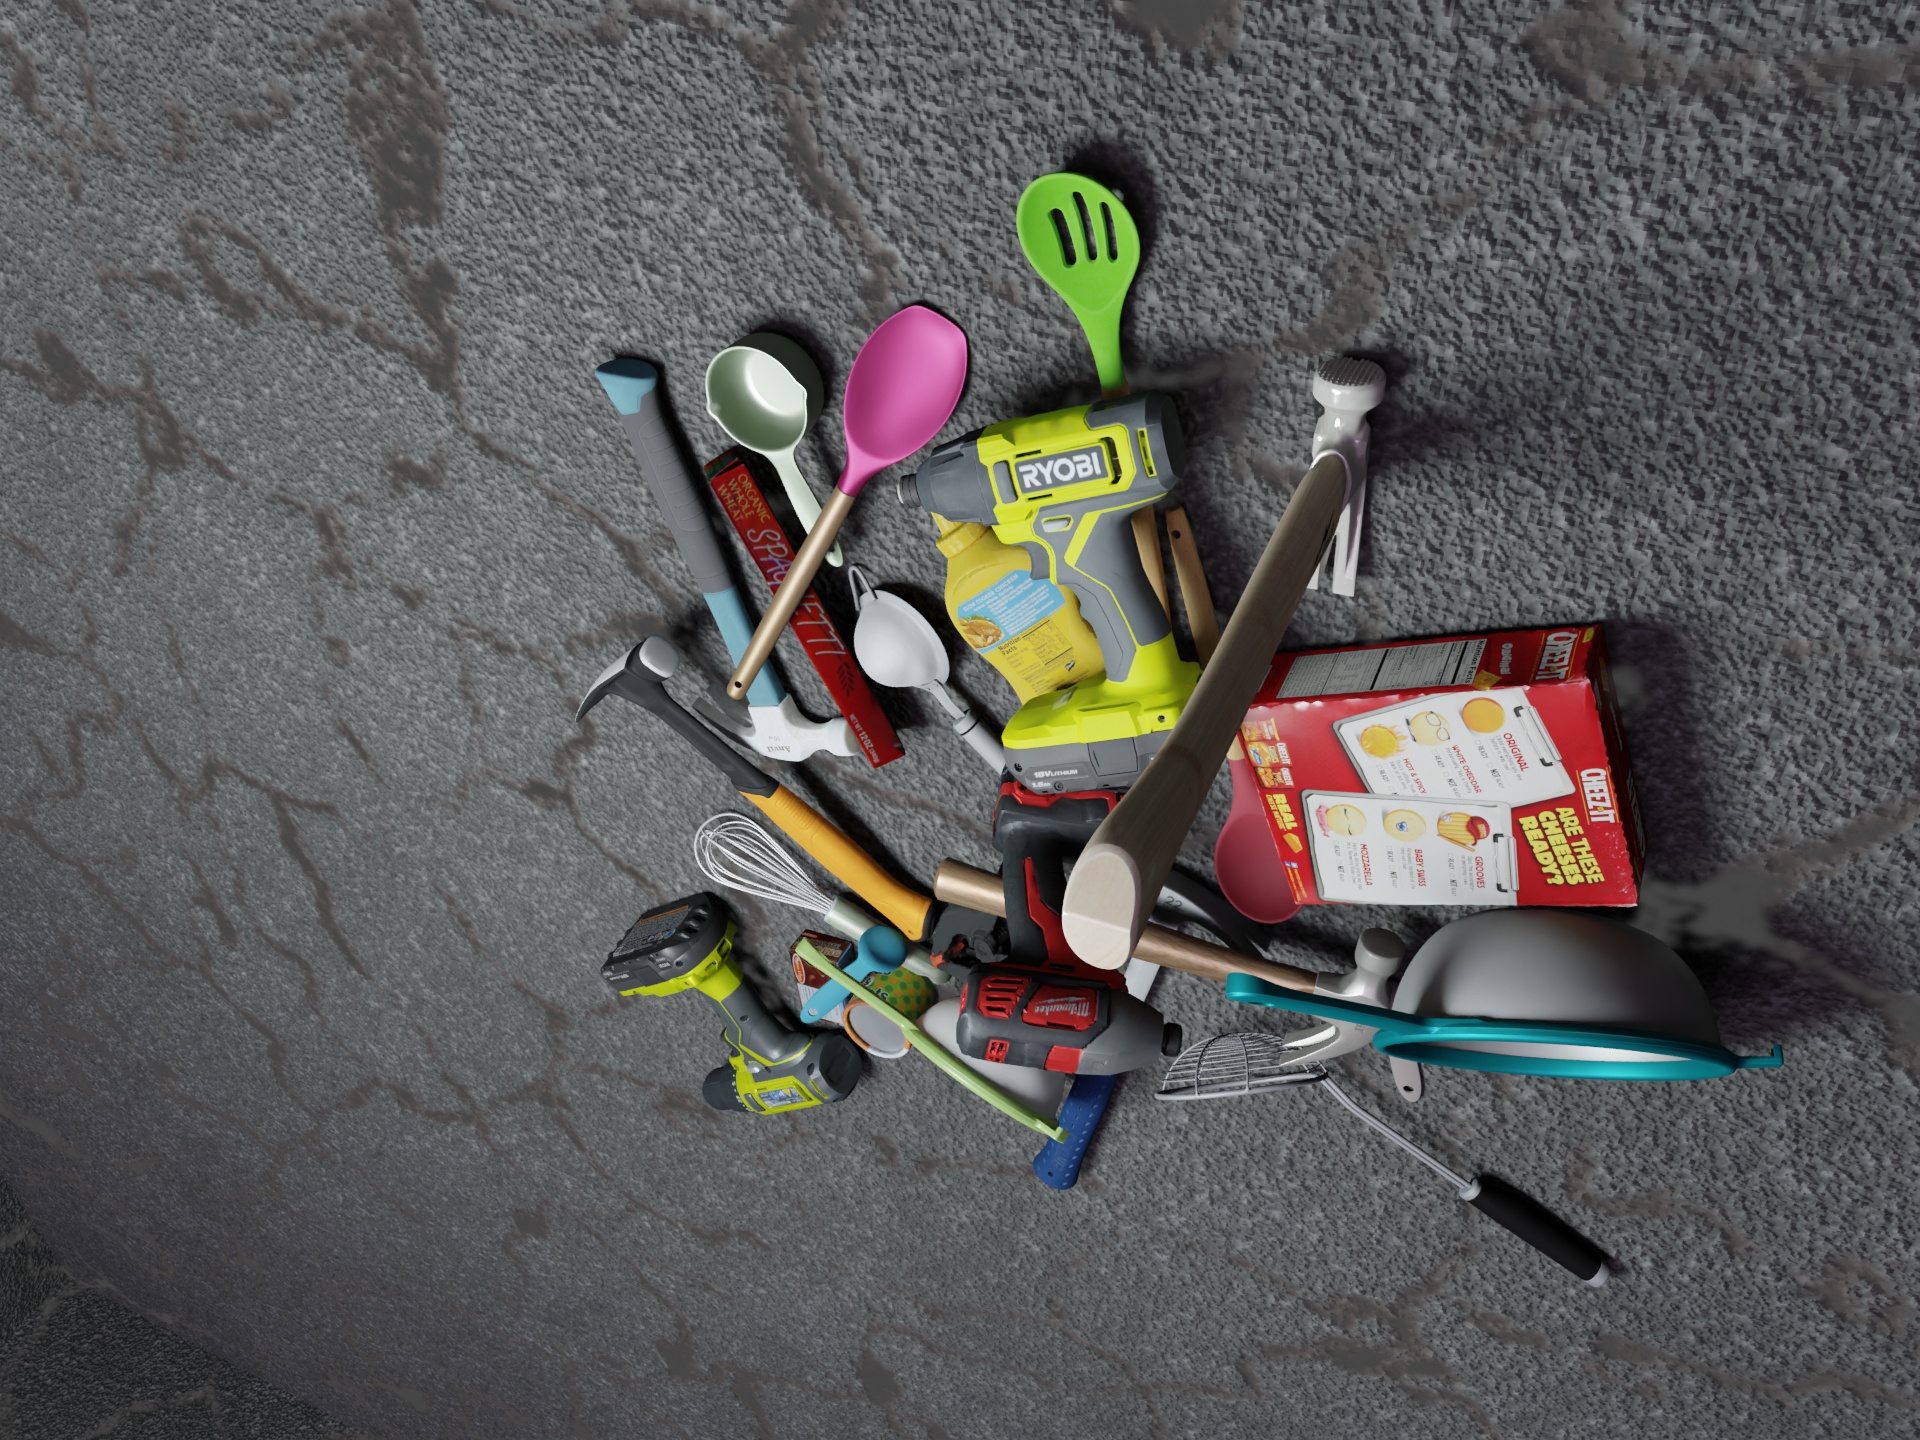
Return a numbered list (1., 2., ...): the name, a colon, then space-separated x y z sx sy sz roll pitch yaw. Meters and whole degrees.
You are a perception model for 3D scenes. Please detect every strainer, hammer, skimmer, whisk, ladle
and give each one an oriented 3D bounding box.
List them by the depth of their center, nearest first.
1. hammer: 0.138 -0.025 0.775 0.038 0.411 0.146 13 131 21
2. strainer: 0.310 0.153 0.969 0.340 0.095 0.211 14 162 -22
3. ladle: 0.176 0.002 1.048 0.069 0.031 0.315 -4 121 27
4. hammer: 0.139 0.161 1.137 0.331 0.031 0.130 15 129 14
5. strainer: -0.002 -0.004 1.142 0.258 0.050 0.087 45 150 -14
6. hammer: -0.181 -0.110 1.167 0.128 0.033 0.330 -2 124 31
7. skimmer: 0.319 0.344 1.194 0.363 0.090 0.127 34 165 -1
8. hammer: -0.149 0.067 1.257 0.336 0.034 0.127 42 141 -18
9. strainer: -0.011 0.232 1.275 0.256 0.069 0.151 36 176 -6
10. hammer: 0.127 0.263 1.283 0.144 0.035 0.405 25 134 11
11. whisk: -0.114 0.153 1.335 0.246 0.059 0.058 30 172 1

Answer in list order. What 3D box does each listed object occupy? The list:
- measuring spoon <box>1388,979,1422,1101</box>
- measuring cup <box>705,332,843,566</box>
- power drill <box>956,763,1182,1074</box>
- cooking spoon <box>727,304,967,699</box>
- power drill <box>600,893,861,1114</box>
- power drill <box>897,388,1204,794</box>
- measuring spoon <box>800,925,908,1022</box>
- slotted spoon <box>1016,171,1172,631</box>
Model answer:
1. measuring spoon: 0.319 0.239 1.160 0.034 0.018 0.124 0 125 31
2. measuring cup: -0.109 -0.181 1.064 0.083 0.038 0.167 -4 126 33
3. power drill: 0.079 0.131 1.058 0.143 0.220 0.078 8 142 1
4. cooking spoon: -0.086 -0.133 1.054 0.068 0.017 0.318 31 120 -5
5. power drill: -0.223 0.279 1.477 0.190 0.080 0.228 -21 115 40
6. power drill: 0.065 -0.074 0.961 0.171 0.080 0.223 -8 111 23
7. measuring spoon: -0.094 0.219 1.324 0.042 0.021 0.128 42 114 -9
8. slotted spoon: 0.094 -0.178 0.952 0.070 0.031 0.313 3 128 27
